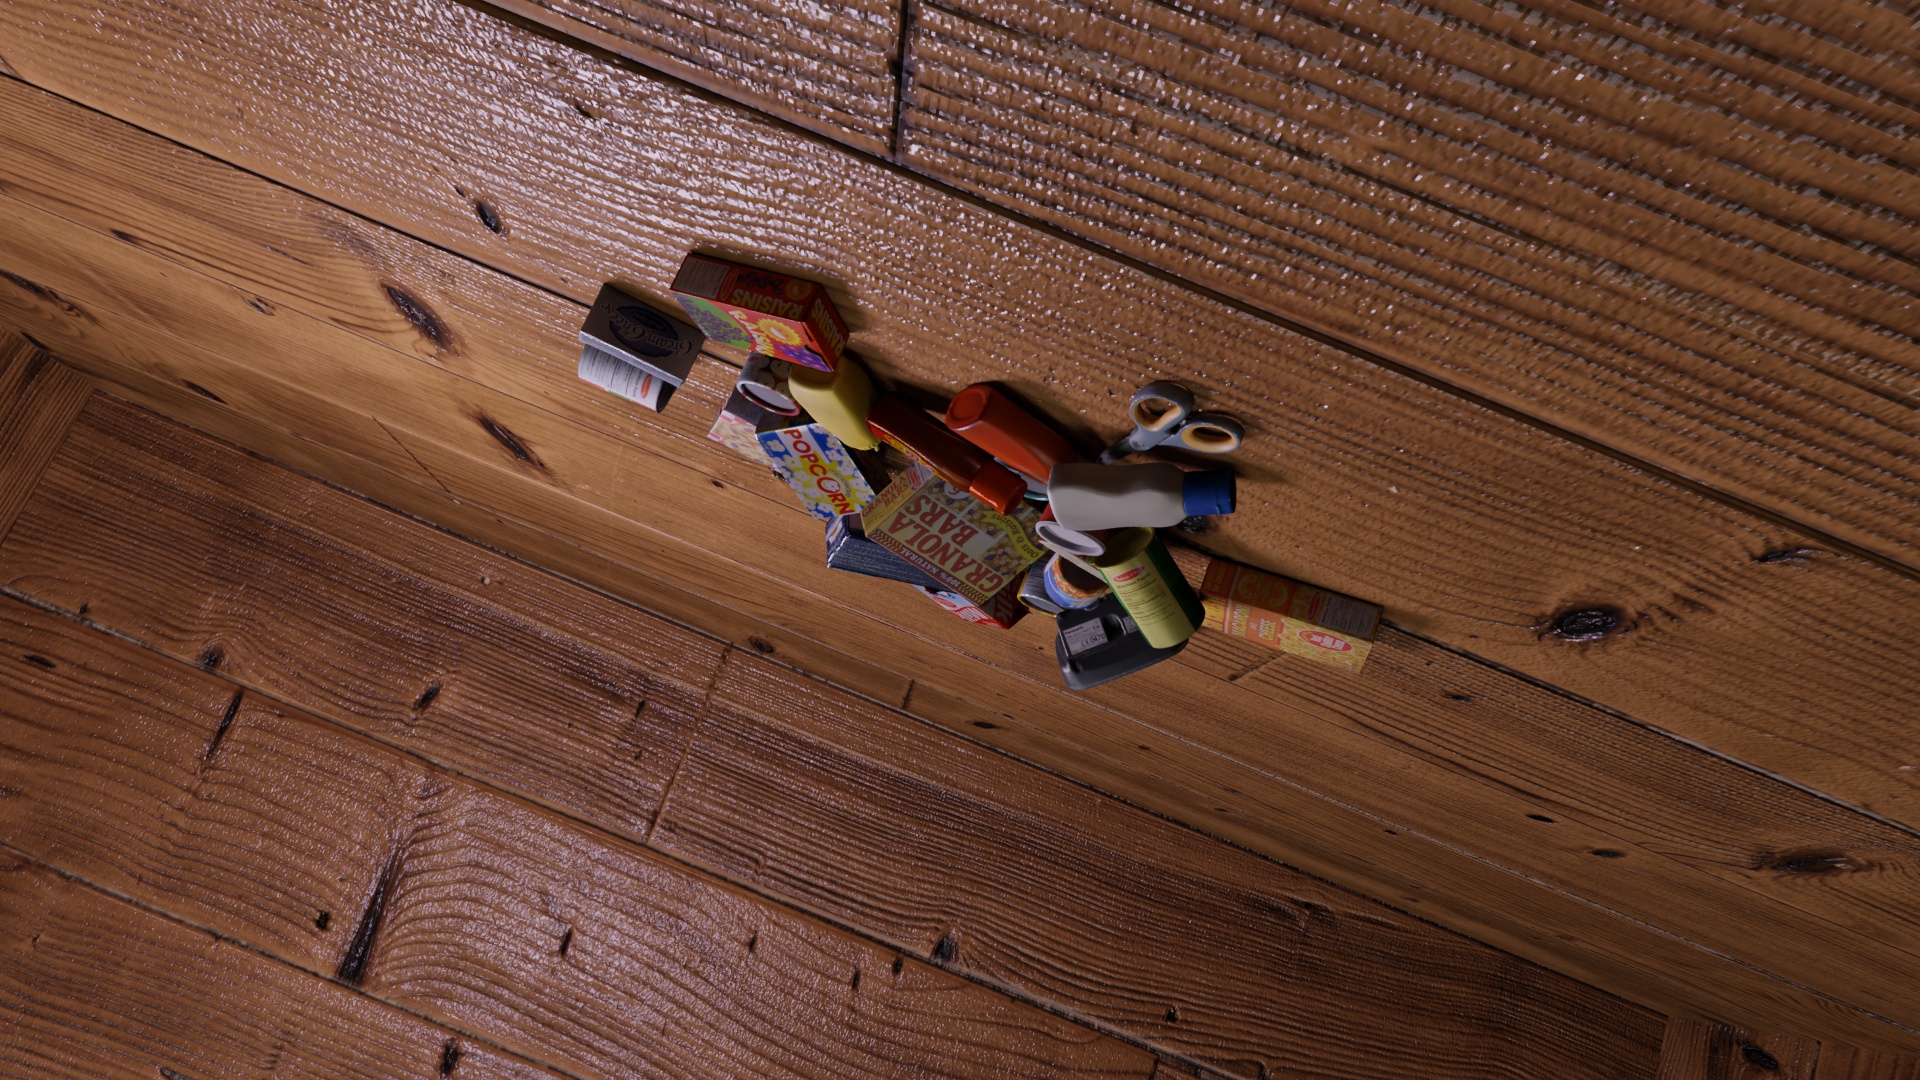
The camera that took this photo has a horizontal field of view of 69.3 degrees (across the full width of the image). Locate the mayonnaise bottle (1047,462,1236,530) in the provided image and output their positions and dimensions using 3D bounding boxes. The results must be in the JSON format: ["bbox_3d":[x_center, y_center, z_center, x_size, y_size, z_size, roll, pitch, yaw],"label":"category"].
[{"bbox_3d":[0.149,-0.037,1.137,0.148,0.041,0.064,-2,144,20],"label":"mayonnaise bottle"}]

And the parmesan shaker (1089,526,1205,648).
[{"bbox_3d":[0.179,0.045,1.329,0.071,0.071,0.103,-2,128,56],"label":"parmesan shaker"}]

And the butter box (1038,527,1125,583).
[{"bbox_3d":[0.128,0.000,1.349,0.103,0.053,0.024,31,165,-28],"label":"butter box"}]

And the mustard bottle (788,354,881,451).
[{"bbox_3d":[-0.101,-0.119,1.254,0.065,0.049,0.160,17,165,21],"label":"mustard bottle"}]

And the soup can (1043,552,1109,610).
[{"bbox_3d":[0.127,0.034,1.437,0.071,0.071,0.083,22,165,-1],"label":"soup can"}]

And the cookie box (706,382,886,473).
[{"bbox_3d":[-0.172,-0.100,1.445,0.167,0.040,0.122,26,164,-13],"label":"cookie box"}]

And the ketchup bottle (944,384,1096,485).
[{"bbox_3d":[0.060,-0.079,1.178,0.148,0.043,0.064,30,166,-30],"label":"ketchup bottle"}]

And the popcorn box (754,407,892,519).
[{"bbox_3d":[-0.132,-0.079,1.356,0.085,0.038,0.126,-8,135,26],"label":"popcorn box"}]

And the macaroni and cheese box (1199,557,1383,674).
[{"bbox_3d":[0.320,0.074,1.363,0.166,0.040,0.123,17,164,15],"label":"macaroni and cheese box"}]

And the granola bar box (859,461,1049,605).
[{"bbox_3d":[0.005,-0.017,1.340,0.165,0.124,0.039,33,-155,-38],"label":"granola bar box"}]

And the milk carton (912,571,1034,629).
[{"bbox_3d":[0.014,0.049,1.645,0.072,0.073,0.190,10,162,37],"label":"milk carton"}]

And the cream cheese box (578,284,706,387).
[{"bbox_3d":[-0.292,-0.187,1.275,0.104,0.053,0.024,25,163,-14],"label":"cream cheese box"}]

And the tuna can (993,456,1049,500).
[{"bbox_3d":[0.063,-0.063,1.251,0.071,0.033,0.071,21,165,6],"label":"tuna can"}]

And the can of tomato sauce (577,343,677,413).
[{"bbox_3d":[-0.319,-0.171,1.352,0.083,0.071,0.071,23,165,-1],"label":"can of tomato sauce"}]

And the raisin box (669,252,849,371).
[{"bbox_3d":[-0.161,-0.184,1.126,0.123,0.040,0.086,16,164,18],"label":"raisin box"}]

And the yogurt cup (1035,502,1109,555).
[{"bbox_3d":[0.110,-0.024,1.284,0.072,0.054,0.072,20,165,6],"label":"yogurt cup"}]

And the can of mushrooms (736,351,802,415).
[{"bbox_3d":[-0.171,-0.145,1.295,0.071,0.033,0.071,20,165,6],"label":"can of mushrooms"}]

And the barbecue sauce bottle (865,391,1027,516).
[{"bbox_3d":[-0.011,-0.075,1.216,0.149,0.043,0.065,34,-177,17],"label":"barbecue sauce bottle"}]

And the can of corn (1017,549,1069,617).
[{"bbox_3d":[0.104,0.049,1.547,0.071,0.058,0.071,21,165,6],"label":"can of corn"}]
